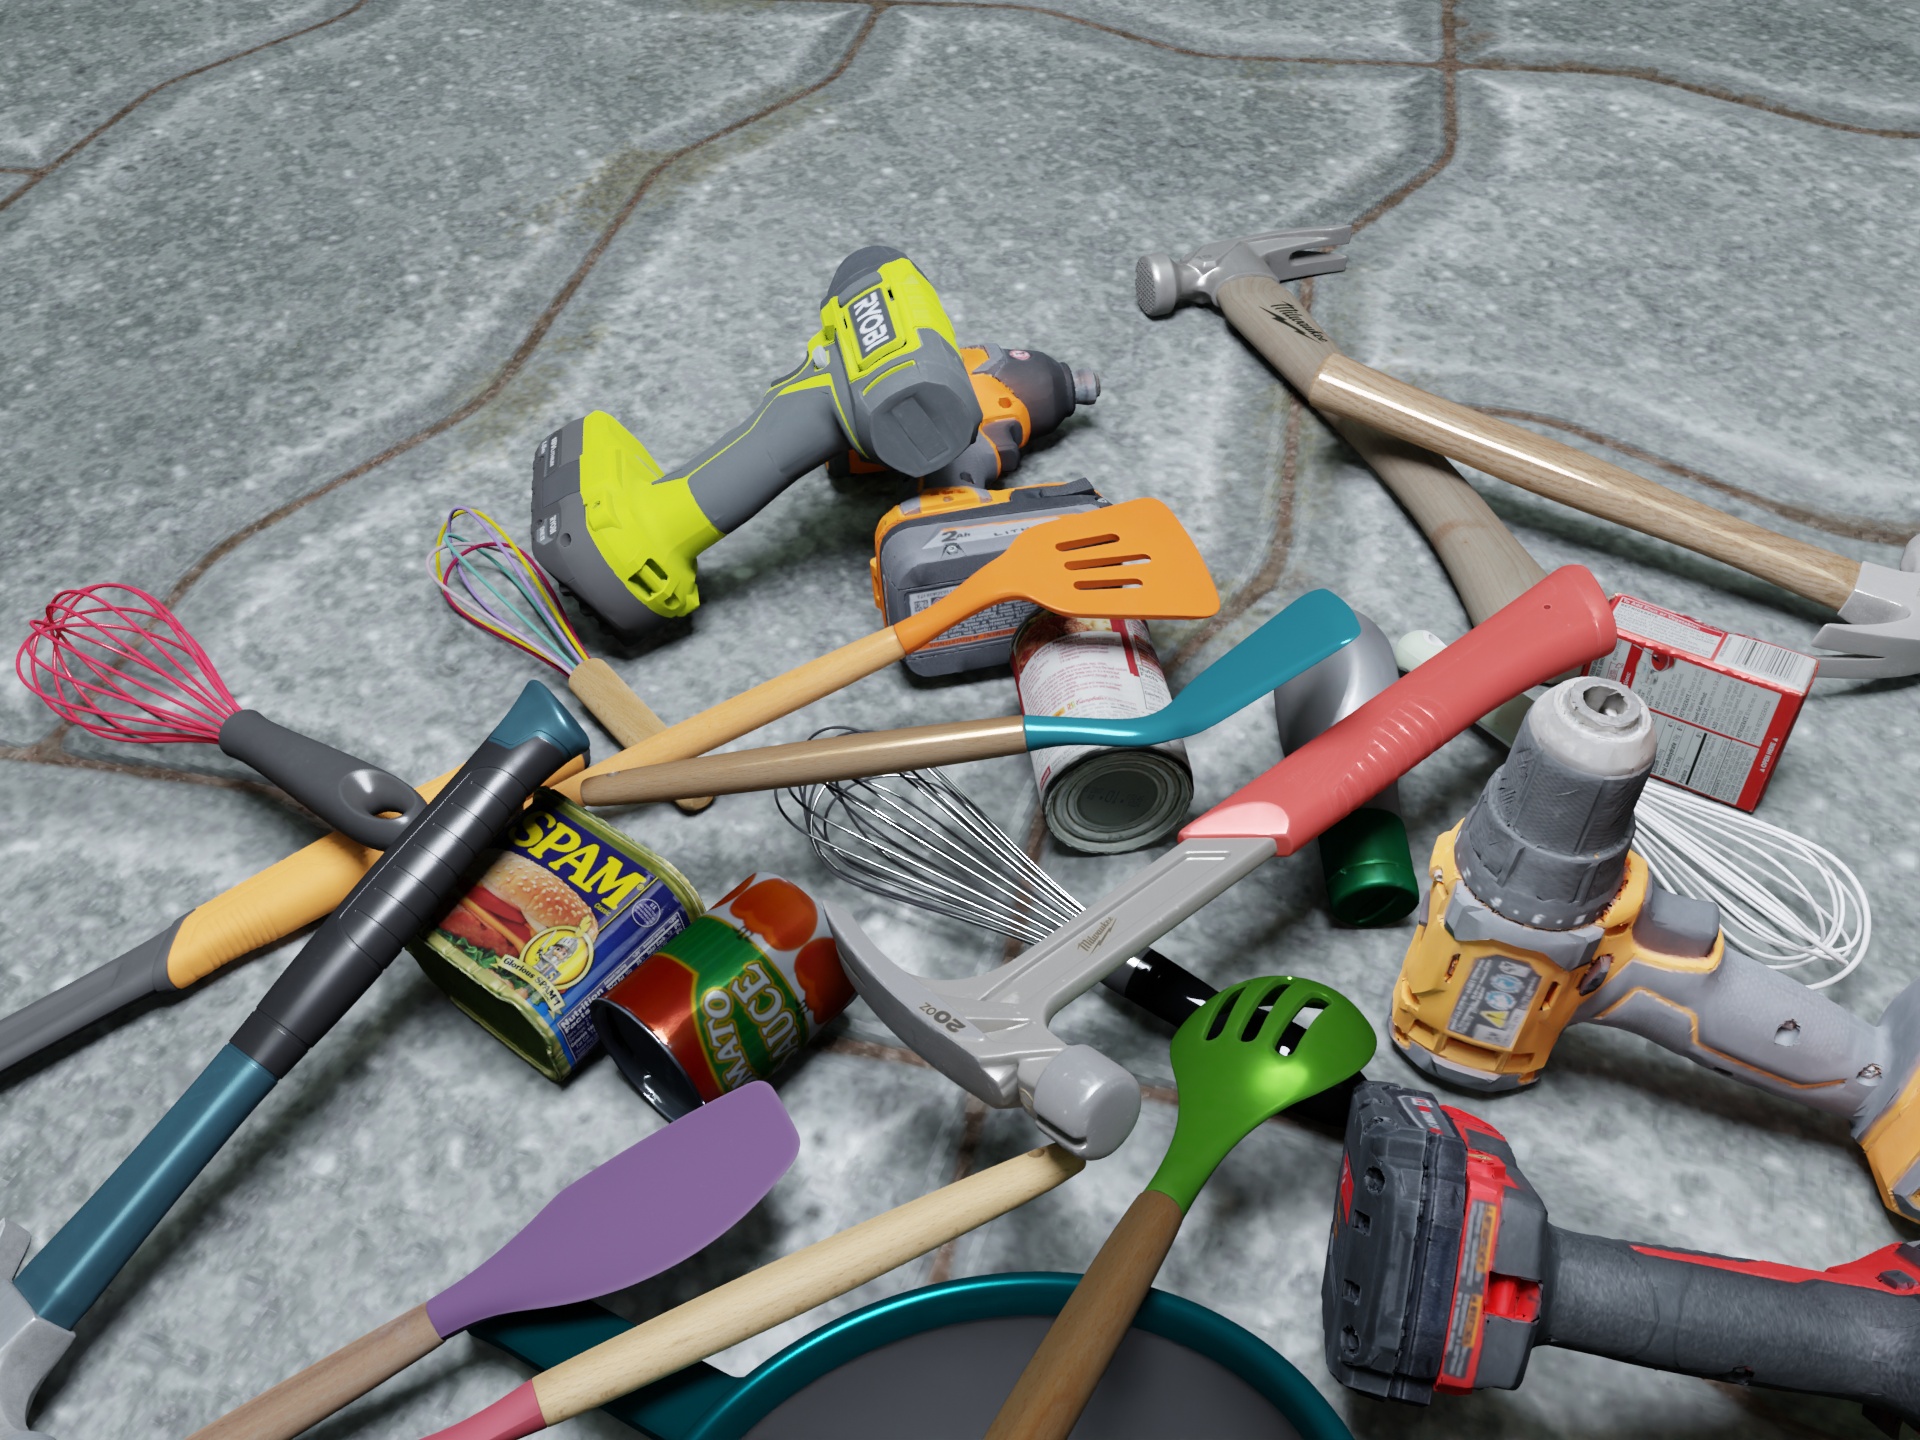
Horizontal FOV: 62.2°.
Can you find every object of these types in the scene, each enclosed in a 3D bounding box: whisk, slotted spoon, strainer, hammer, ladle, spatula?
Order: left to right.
[{"bbox_3d":[-0.340,0.000,0.728,0.296,0.073,0.073,22,50,30],"label":"whisk"},{"bbox_3d":[-0.304,0.089,0.673,0.337,0.034,0.127,-32,49,-26],"label":"hammer"},{"bbox_3d":[-0.250,0.115,0.586,0.128,0.033,0.331,15,59,40],"label":"hammer"},{"bbox_3d":[-0.195,0.212,0.520,0.316,0.018,0.060,-28,35,-11],"label":"spatula"},{"bbox_3d":[-0.197,-0.031,0.790,0.047,0.051,0.245,-45,59,-6],"label":"whisk"},{"bbox_3d":[-0.100,0.194,0.476,0.315,0.031,0.069,-20,13,-19],"label":"ladle"},{"bbox_3d":[-0.036,0.250,0.467,0.340,0.095,0.211,7,29,40],"label":"strainer"},{"bbox_3d":[-0.045,-0.020,0.711,0.322,0.041,0.081,-25,50,5],"label":"spatula"},{"bbox_3d":[-0.001,-0.002,0.642,0.317,0.044,0.082,-8,17,4],"label":"spatula"},{"bbox_3d":[0.039,0.083,0.646,0.285,0.070,0.070,30,53,24],"label":"whisk"},{"bbox_3d":[0.051,0.163,0.474,0.070,0.031,0.314,3,28,33],"label":"slotted spoon"},{"bbox_3d":[0.125,0.027,0.620,0.359,0.036,0.149,-31,37,-26],"label":"hammer"},{"bbox_3d":[0.241,-0.168,0.898,0.146,0.038,0.411,-13,46,-12],"label":"hammer"},{"bbox_3d":[0.280,0.028,0.693,0.057,0.059,0.247,10,26,-42],"label":"whisk"},{"bbox_3d":[0.331,-0.112,0.801,0.331,0.031,0.130,27,46,18],"label":"hammer"}]

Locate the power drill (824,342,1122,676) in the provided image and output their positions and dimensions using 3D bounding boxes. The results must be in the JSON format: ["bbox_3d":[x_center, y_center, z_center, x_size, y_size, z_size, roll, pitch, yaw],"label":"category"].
[{"bbox_3d":[0.016,-0.128,0.842,0.164,0.084,0.227,-11,41,-7],"label":"power drill"}]

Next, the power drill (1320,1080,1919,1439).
[{"bbox_3d":[0.228,0.176,0.489,0.220,0.143,0.078,9,87,13],"label":"power drill"}]

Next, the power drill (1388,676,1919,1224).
[{"bbox_3d":[0.274,0.079,0.543,0.226,0.185,0.084,15,46,14],"label":"power drill"}]

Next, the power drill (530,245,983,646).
[{"bbox_3d":[-0.104,-0.148,0.804,0.223,0.080,0.171,-29,41,12],"label":"power drill"}]
